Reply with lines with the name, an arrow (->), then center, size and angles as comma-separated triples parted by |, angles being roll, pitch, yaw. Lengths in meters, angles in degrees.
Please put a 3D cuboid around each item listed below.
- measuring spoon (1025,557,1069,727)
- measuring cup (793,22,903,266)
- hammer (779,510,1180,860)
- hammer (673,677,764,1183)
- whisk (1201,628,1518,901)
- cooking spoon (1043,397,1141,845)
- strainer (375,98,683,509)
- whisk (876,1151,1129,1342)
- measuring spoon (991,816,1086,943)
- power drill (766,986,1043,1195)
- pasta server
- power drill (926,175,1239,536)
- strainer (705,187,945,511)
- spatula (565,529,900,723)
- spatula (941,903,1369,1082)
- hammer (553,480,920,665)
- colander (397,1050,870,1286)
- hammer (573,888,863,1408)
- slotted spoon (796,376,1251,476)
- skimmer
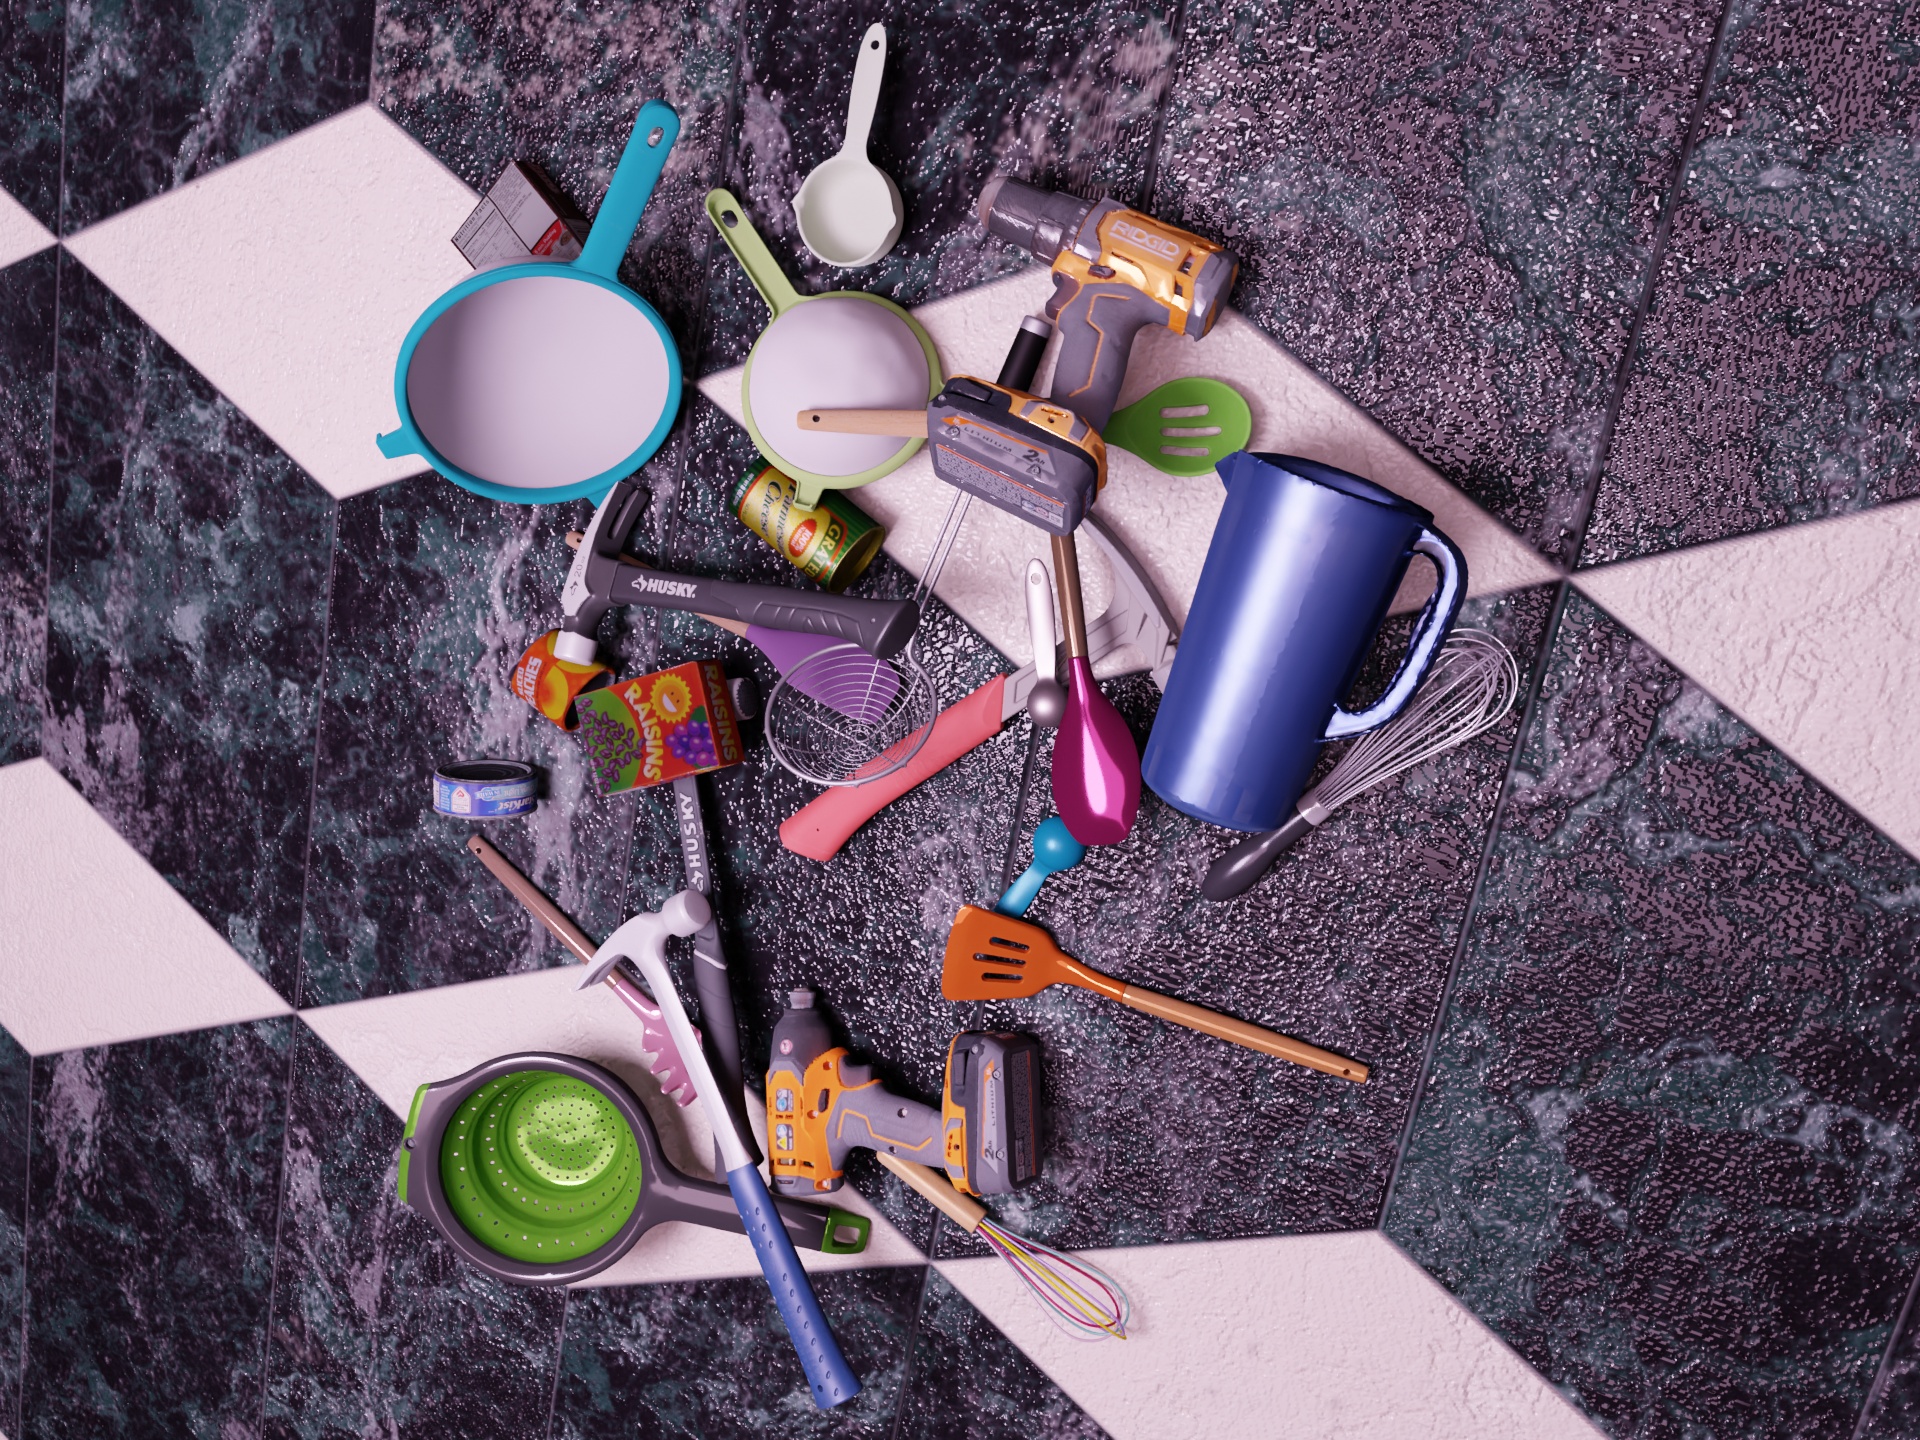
measuring spoon -> 0.058, -0.055, 1.146 | 0.034, 0.018, 0.124 | -3, 98, 21
measuring cup -> -0.069, -0.413, 1.151 | 0.083, 0.038, 0.167 | 16, 104, 17
hammer -> -0.002, -0.004, 1.207 | 0.359, 0.037, 0.149 | -33, 88, 23
hammer -> -0.212, 0.175, 1.298 | 0.149, 0.036, 0.409 | -7, 91, 24
whisk -> 0.270, 0.040, 1.104 | 0.070, 0.070, 0.284 | 48, 118, 6
cooking spoon -> 0.079, -0.070, 1.124 | 0.069, 0.017, 0.319 | -8, 88, 28
strainer -> -0.294, -0.320, 1.184 | 0.340, 0.210, 0.095 | -55, 41, 30
whisk -> 0.033, 0.415, 1.274 | 0.245, 0.047, 0.051 | 34, 112, 15
measuring spoon -> 0.049, 0.129, 1.220 | 0.042, 0.021, 0.128 | 39, 110, 10
power drill -> -0.054, 0.293, 1.257 | 0.226, 0.084, 0.164 | -6, 82, 26
pasta server -> -0.316, 0.209, 1.369 | 0.316, 0.040, 0.060 | 42, 99, 10
power drill -> 0.058, -0.258, 1.067 | 0.185, 0.084, 0.226 | 28, 75, 11
strainer -> -0.120, -0.292, 1.156 | 0.151, 0.069, 0.256 | -33, 82, 2
spatula -> -0.187, -0.085, 1.266 | 0.316, 0.018, 0.060 | 26, 74, 17
spatula -> 0.144, 0.216, 1.192 | 0.323, 0.041, 0.081 | 16, 105, 16
hammer -> -0.169, -0.095, 1.185 | 0.335, 0.035, 0.146 | 10, 84, 35
colander -> -0.271, 0.388, 1.369 | 0.397, 0.094, 0.204 | 12, 97, 0
hammer -> -0.182, 0.344, 1.258 | 0.144, 0.035, 0.405 | -29, 81, 29
slotted spoon -> 0.043, -0.206, 1.106 | 0.314, 0.031, 0.070 | 2, 87, 1
skimmer -> -0.028, -0.123, 1.144 | 0.127, 0.090, 0.363 | 29, 102, 24
